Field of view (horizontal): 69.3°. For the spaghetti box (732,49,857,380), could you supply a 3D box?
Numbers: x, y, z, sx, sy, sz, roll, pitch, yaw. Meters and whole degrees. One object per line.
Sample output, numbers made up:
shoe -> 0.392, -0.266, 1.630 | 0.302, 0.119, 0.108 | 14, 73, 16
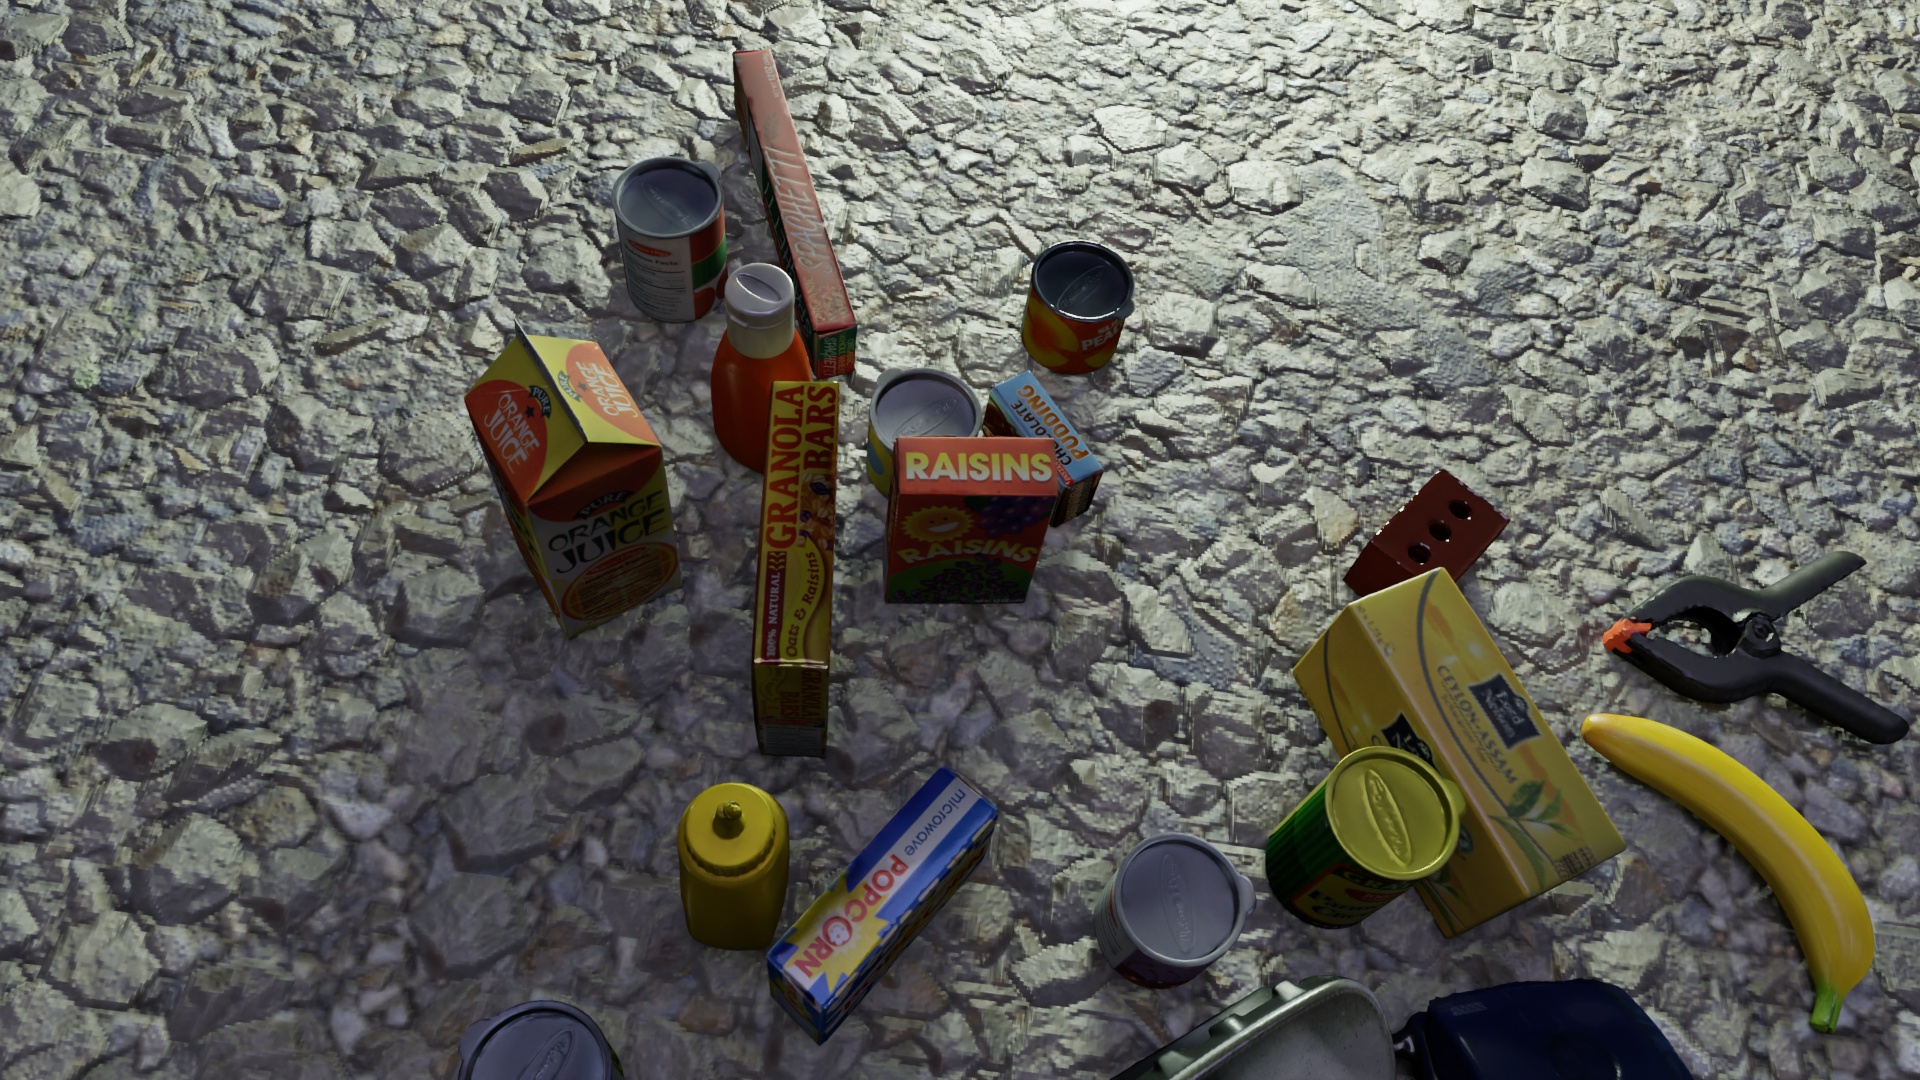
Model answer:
spaghetti box -> -0.112, -0.219, 0.916 | 0.029, 0.050, 0.251 | -12, 62, -13

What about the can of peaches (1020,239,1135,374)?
can of peaches -> 0.076, -0.148, 0.892 | 0.071, 0.057, 0.071 | 3, 60, -5

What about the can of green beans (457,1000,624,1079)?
can of green beans -> -0.190, 0.250, 0.634 | 0.071, 0.057, 0.071 | 3, 60, -5

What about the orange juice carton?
orange juice carton -> -0.198, -0.031, 0.717 | 0.073, 0.191, 0.072 | -27, 67, -20

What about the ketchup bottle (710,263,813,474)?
ketchup bottle -> -0.113, -0.095, 0.788 | 0.065, 0.148, 0.044 | 31, 62, 11

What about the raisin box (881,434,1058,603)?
raisin box -> 0.003, -0.010, 0.767 | 0.086, 0.122, 0.040 | 1, 61, -6

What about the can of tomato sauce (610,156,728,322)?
can of tomato sauce -> -0.179, -0.189, 0.872 | 0.071, 0.082, 0.071 | 3, 60, -5

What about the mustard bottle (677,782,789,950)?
mustard bottle -> -0.105, 0.145, 0.645 | 0.049, 0.159, 0.065 | 7, 60, -2

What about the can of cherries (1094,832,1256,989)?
can of cherries -> 0.107, 0.189, 0.703 | 0.071, 0.058, 0.072 | 3, 60, -5

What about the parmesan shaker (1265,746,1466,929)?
parmesan shaker -> 0.204, 0.154, 0.709 | 0.071, 0.102, 0.071 | 3, 60, -5

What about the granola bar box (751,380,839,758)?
granola bar box -> -0.087, 0.017, 0.741 | 0.039, 0.123, 0.166 | 2, 60, -5

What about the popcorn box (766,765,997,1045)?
popcorn box -> -0.038, 0.178, 0.677 | 0.038, 0.084, 0.127 | 38, 63, 15

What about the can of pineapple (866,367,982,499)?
can of pineapple -> -0.023, -0.062, 0.832 | 0.071, 0.057, 0.071 | 3, 60, -5

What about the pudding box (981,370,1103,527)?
pudding box -> 0.048, -0.056, 0.841 | 0.030, 0.049, 0.084 | -26, 67, -20
